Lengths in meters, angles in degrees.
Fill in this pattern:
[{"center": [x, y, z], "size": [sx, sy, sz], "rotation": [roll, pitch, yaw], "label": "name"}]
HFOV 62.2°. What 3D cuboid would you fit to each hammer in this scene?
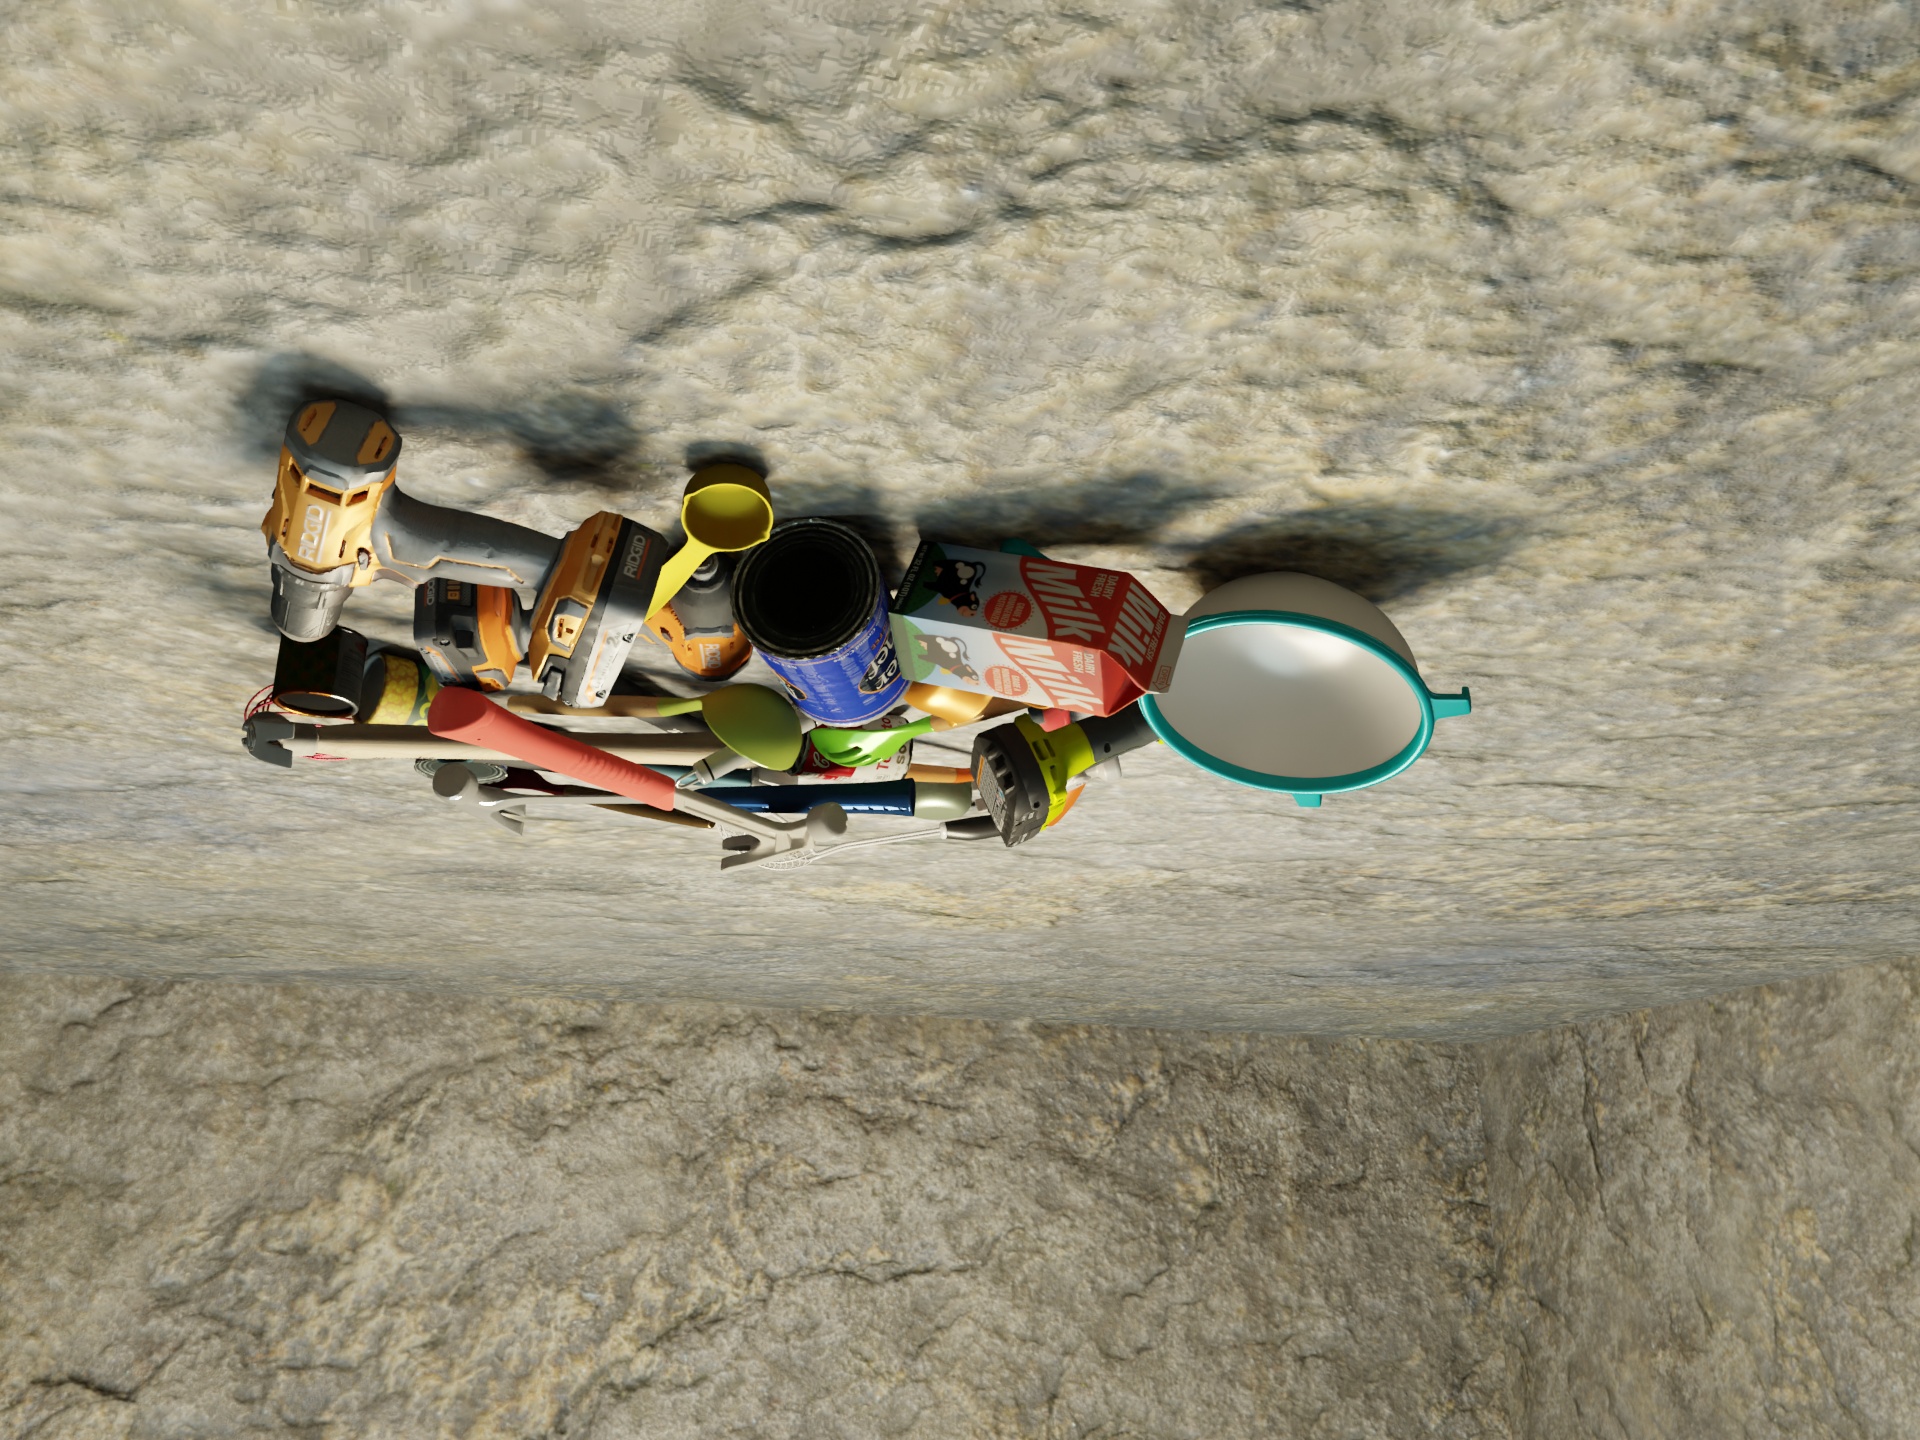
[{"center": [-0.242, 0.070, 1.400], "size": [0.405, 0.035, 0.144], "rotation": [0, 164, 5], "label": "hammer"}, {"center": [-0.262, 0.050, 1.256], "size": [0.149, 0.037, 0.358], "rotation": [-18, 151, 36], "label": "hammer"}, {"center": [-0.346, 0.021, 1.276], "size": [0.410, 0.038, 0.146], "rotation": [2, -178, -31], "label": "hammer"}, {"center": [-0.274, -0.008, 1.394], "size": [0.146, 0.035, 0.334], "rotation": [-9, 159, 24], "label": "hammer"}, {"center": [-0.303, 0.042, 1.433], "size": [0.330, 0.033, 0.128], "rotation": [8, 160, -23], "label": "hammer"}, {"center": [0.060, -0.006, 1.354], "size": [0.143, 0.038, 0.386], "rotation": [-15, 159, 2], "label": "hammer"}]

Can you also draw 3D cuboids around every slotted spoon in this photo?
[{"center": [-0.002, -0.004, 1.275], "size": [0.314, 0.031, 0.070], "rotation": [-16, 151, 38], "label": "slotted spoon"}]

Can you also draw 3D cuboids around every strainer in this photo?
[{"center": [-0.108, -0.011, 1.246], "size": [0.258, 0.050, 0.086], "rotation": [-28, 154, -15], "label": "strainer"}, {"center": [0.185, -0.069, 1.146], "size": [0.340, 0.095, 0.211], "rotation": [27, 146, -12], "label": "strainer"}]

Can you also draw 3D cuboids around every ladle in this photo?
[{"center": [-0.358, 0.074, 1.527], "size": [0.315, 0.031, 0.069], "rotation": [8, -161, 32], "label": "ladle"}, {"center": [-0.250, 0.001, 1.234], "size": [0.320, 0.062, 0.078], "rotation": [2, 173, 37], "label": "ladle"}]

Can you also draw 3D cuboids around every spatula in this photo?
[{"center": [-0.023, 0.057, 1.526], "size": [0.322, 0.041, 0.081], "rotation": [5, 132, -35], "label": "spatula"}]

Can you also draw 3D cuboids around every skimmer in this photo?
[{"center": [-0.083, 0.100, 1.722], "size": [0.363, 0.090, 0.127], "rotation": [-7, 160, -10], "label": "skimmer"}]

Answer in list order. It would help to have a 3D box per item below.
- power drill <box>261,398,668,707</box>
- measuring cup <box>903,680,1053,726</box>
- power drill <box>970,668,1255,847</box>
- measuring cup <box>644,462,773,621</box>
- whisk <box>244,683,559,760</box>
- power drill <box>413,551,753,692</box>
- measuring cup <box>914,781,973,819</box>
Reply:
[{"center": [-0.316, -0.085, 0.987], "size": [0.226, 0.084, 0.185], "rotation": [21, 137, -16], "label": "power drill"}, {"center": [0.008, -0.038, 1.153], "size": [0.052, 0.095, 0.174], "rotation": [18, -177, -30], "label": "measuring cup"}, {"center": [0.126, 0.019, 1.307], "size": [0.223, 0.080, 0.171], "rotation": [-23, 163, -10], "label": "power drill"}, {"center": [-0.178, -0.111, 1.026], "size": [0.062, 0.029, 0.156], "rotation": [25, 133, -33], "label": "measuring cup"}, {"center": [-0.483, 0.009, 1.418], "size": [0.295, 0.073, 0.073], "rotation": [8, 160, -38], "label": "whisk"}, {"center": [-0.260, -0.079, 1.118], "size": [0.226, 0.084, 0.164], "rotation": [-2, 161, -7], "label": "power drill"}, {"center": [0.015, 0.075, 1.625], "size": [0.167, 0.038, 0.083], "rotation": [-6, 160, 25], "label": "measuring cup"}]
